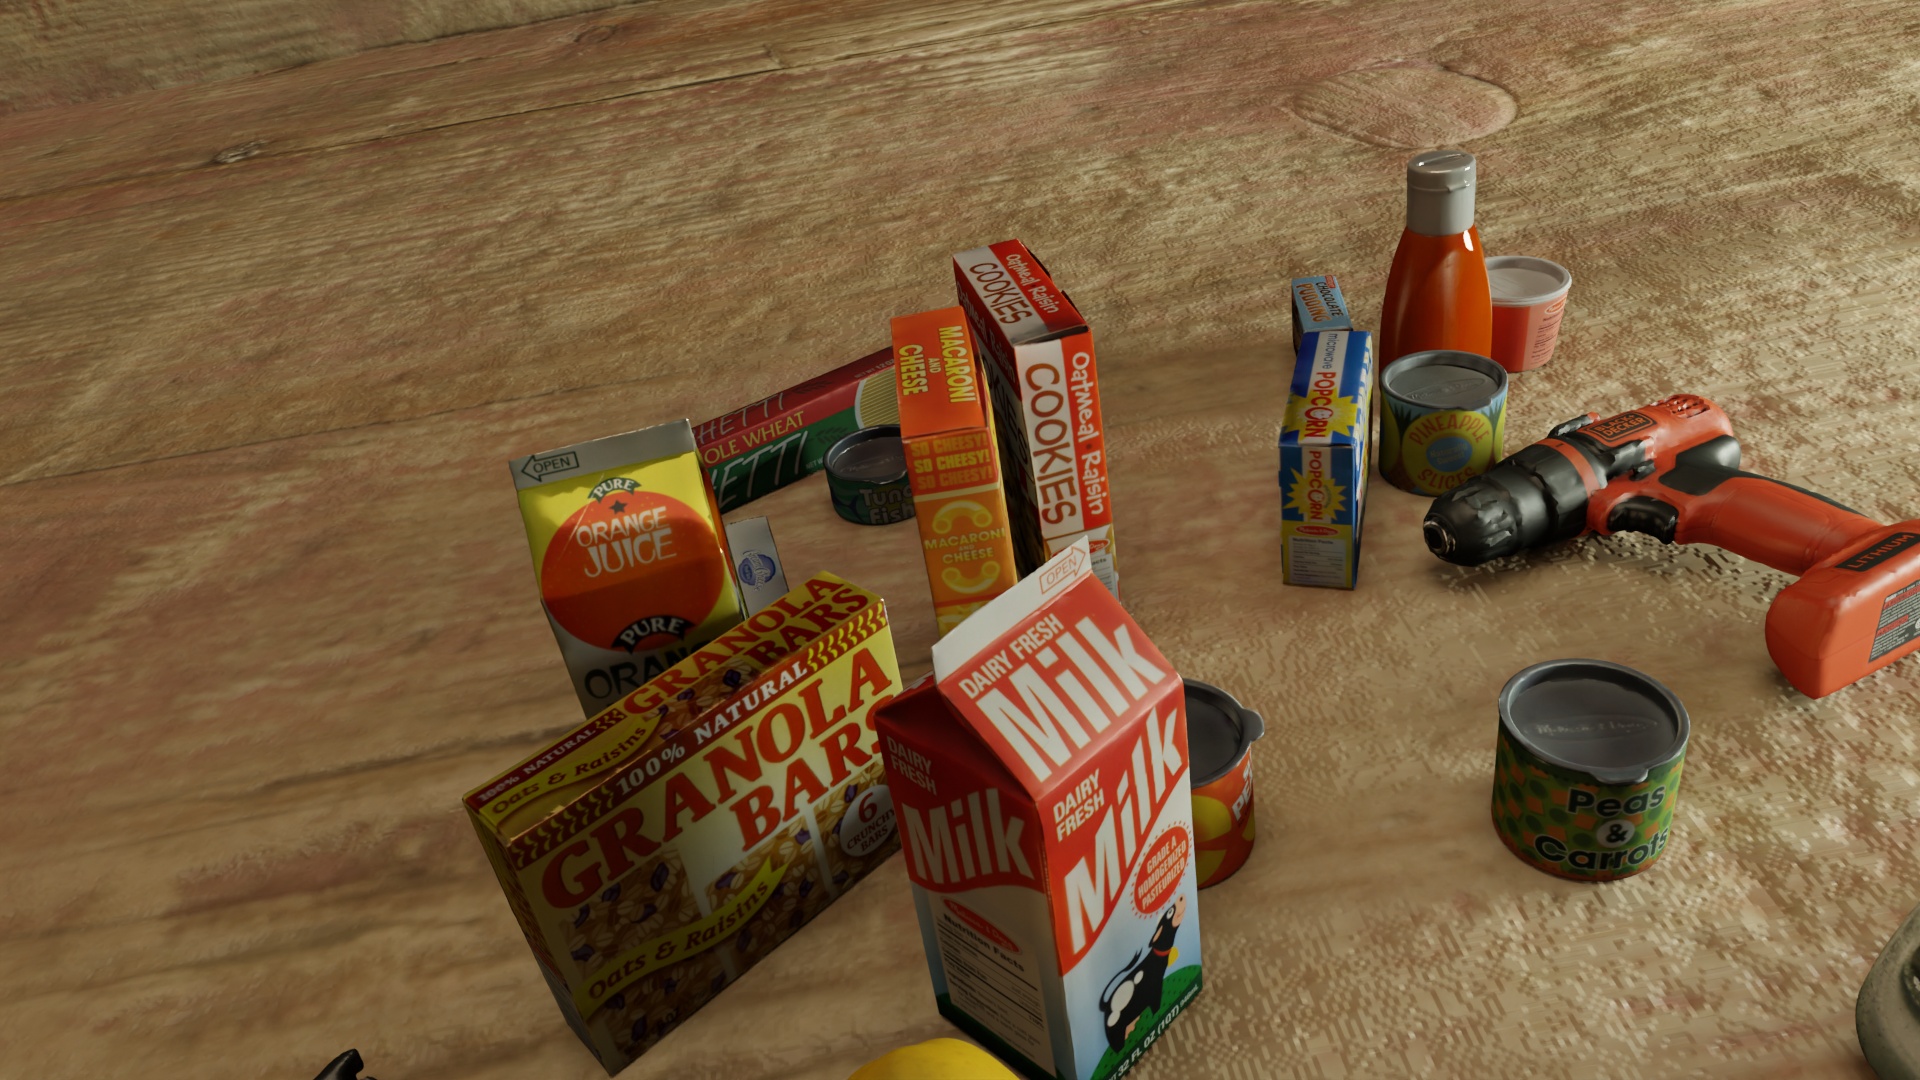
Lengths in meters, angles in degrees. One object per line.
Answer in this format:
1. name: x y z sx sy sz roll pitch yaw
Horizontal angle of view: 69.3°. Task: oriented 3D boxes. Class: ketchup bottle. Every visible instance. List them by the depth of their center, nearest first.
1. ketchup bottle: 0.277 -0.149 0.807 0.065 0.148 0.044 -13 33 -6

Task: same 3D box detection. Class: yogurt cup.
1. yogurt cup: 0.341 -0.140 0.864 0.072 0.053 0.073 -7 33 5

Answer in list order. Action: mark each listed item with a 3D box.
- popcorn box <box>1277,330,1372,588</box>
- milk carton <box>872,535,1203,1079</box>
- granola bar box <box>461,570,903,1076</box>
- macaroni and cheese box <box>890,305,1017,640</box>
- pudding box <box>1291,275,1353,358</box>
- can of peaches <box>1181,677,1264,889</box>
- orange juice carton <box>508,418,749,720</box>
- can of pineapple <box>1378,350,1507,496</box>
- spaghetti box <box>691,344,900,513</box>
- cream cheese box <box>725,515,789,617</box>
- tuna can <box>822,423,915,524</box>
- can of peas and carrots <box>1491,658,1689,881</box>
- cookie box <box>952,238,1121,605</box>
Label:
1. popcorn box: 0.193 -0.046 0.729 0.038 0.084 0.127 3 35 19
2. milk carton: 0.028 0.093 0.465 0.073 0.189 0.073 22 45 40
3. granola bar box: -0.093 0.105 0.538 0.166 0.123 0.039 -33 39 -32
4. macaroni and cheese box: 0.002 -0.008 0.647 0.040 0.165 0.124 -9 33 1
5. pudding box: 0.229 -0.130 0.881 0.030 0.049 0.084 -4 33 9
6. can of peaches: 0.088 0.098 0.562 0.071 0.057 0.071 -7 33 5
7. orange juice carton: -0.125 0.040 0.583 0.072 0.191 0.073 -15 33 -8
8. can of pineapple: 0.264 -0.064 0.764 0.071 0.057 0.071 -7 33 5
9. spaghetti box: -0.130 -0.055 0.860 0.251 0.050 0.029 -26 36 -24
10. cream cheese box: -0.097 0.035 0.711 0.024 0.053 0.104 -15 33 -9
11. tuna can: -0.046 -0.039 0.829 0.071 0.032 0.071 -7 33 5
12. can of peas and carrots: 0.241 0.090 0.535 0.071 0.058 0.071 -7 33 5
13. cookie box: 0.039 -0.053 0.706 0.040 0.166 0.123 -14 33 -7
